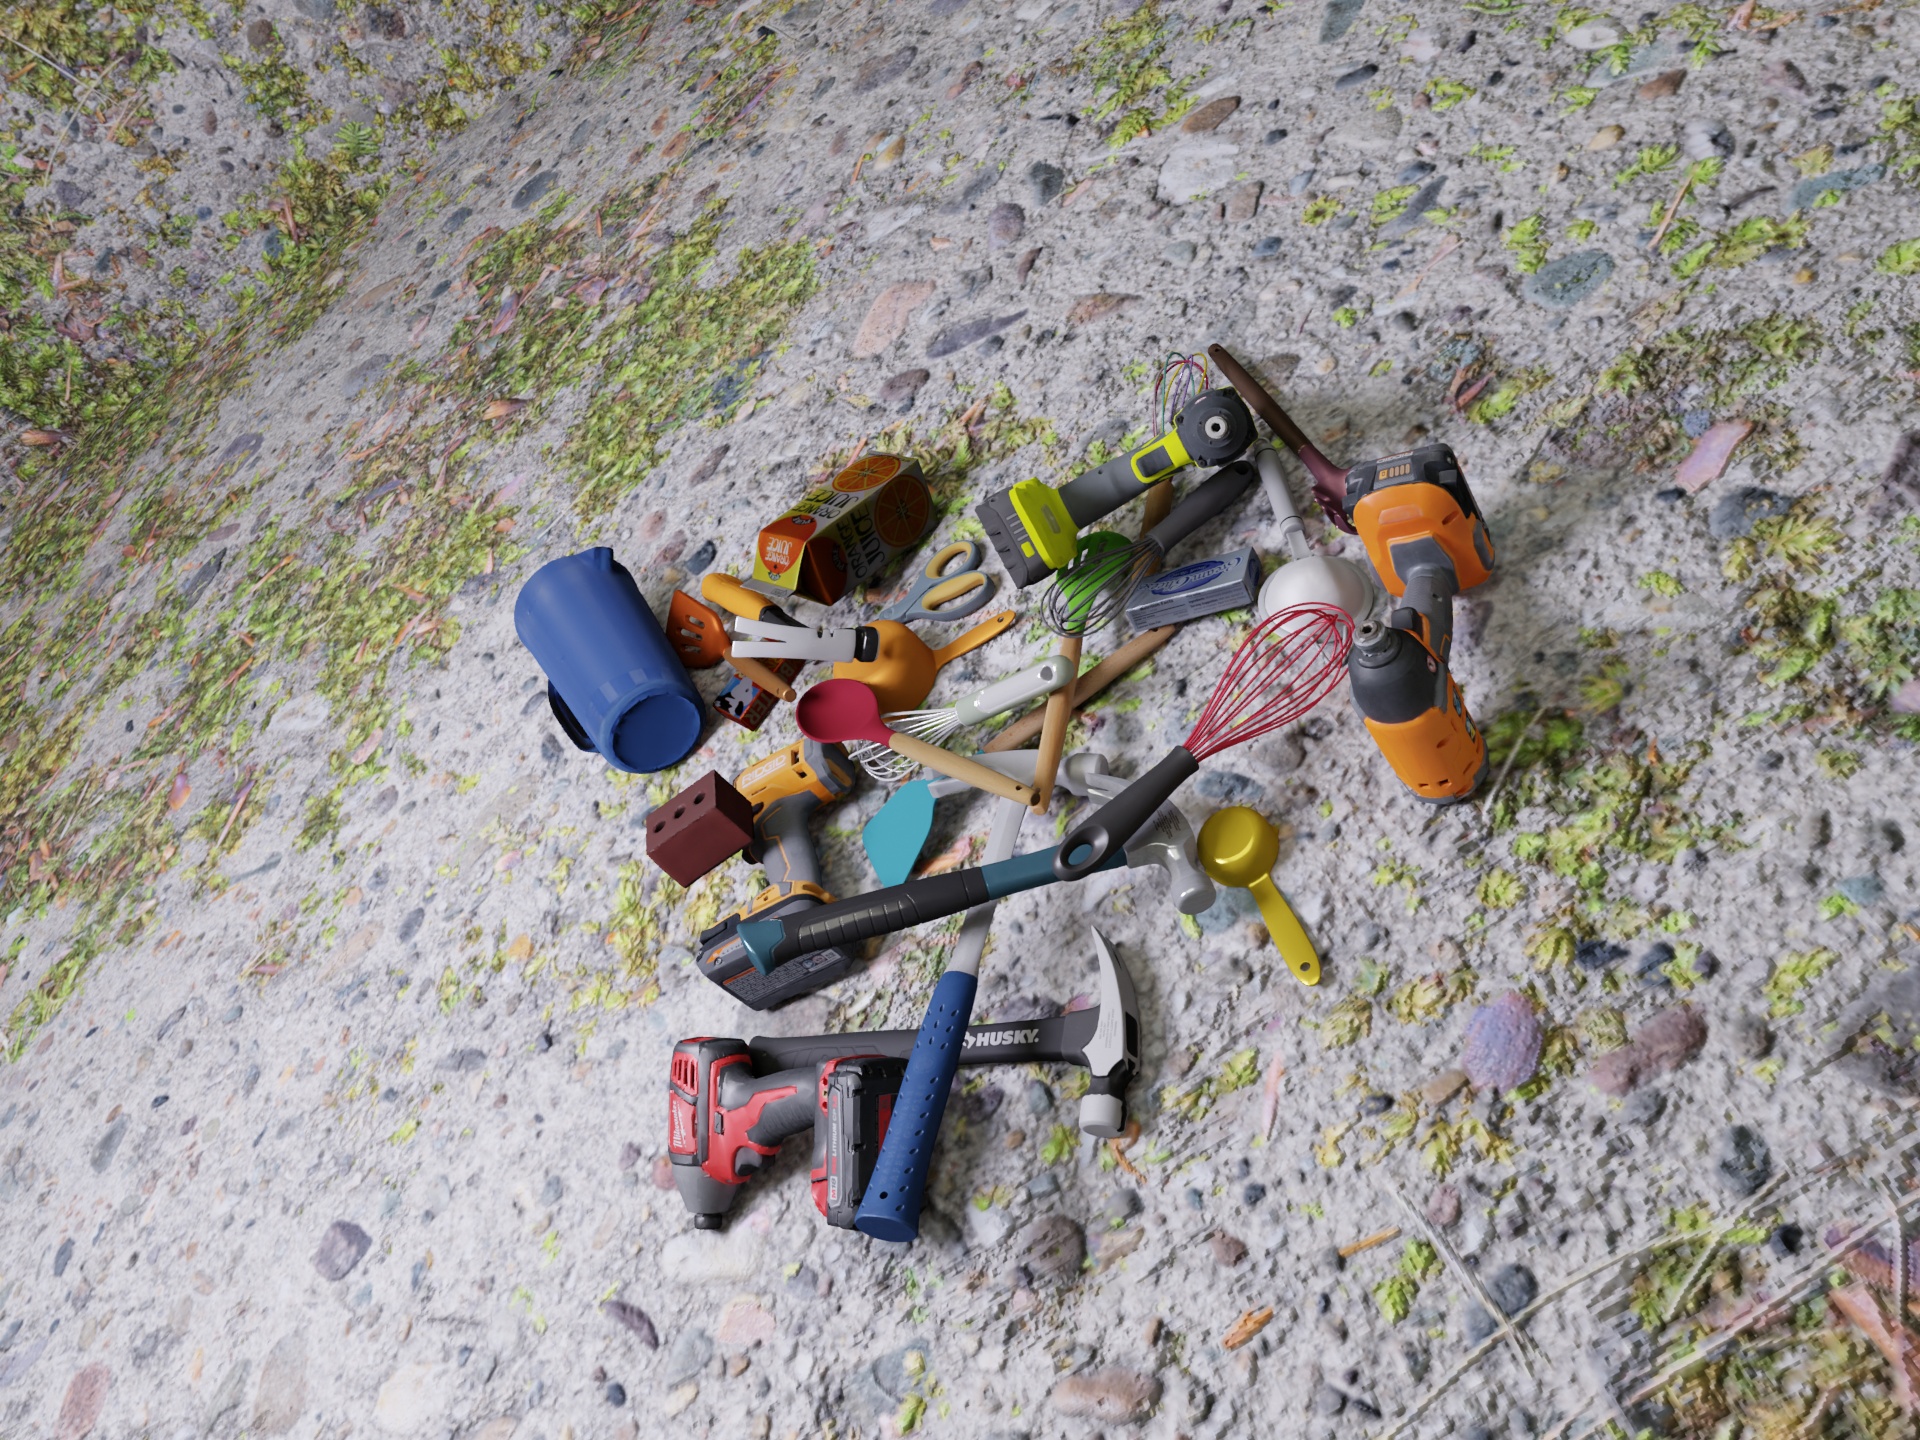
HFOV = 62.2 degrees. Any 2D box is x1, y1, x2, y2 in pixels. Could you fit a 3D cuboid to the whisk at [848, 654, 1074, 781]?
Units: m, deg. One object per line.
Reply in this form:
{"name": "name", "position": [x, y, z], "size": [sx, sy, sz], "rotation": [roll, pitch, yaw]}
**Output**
{"name": "whisk", "position": [-0.002, -0.004, 1.302], "size": [0.246, 0.059, 0.058], "rotation": [-24, 80, 40]}

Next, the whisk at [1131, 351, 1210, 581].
{"name": "whisk", "position": [0.180, -0.222, 1.375], "size": [0.047, 0.051, 0.245], "rotation": [-1, 61, 29]}

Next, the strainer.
{"name": "strainer", "position": [0.263, -0.148, 1.258], "size": [0.087, 0.050, 0.259], "rotation": [-14, 46, 7]}

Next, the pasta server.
{"name": "pasta server", "position": [0.274, -0.243, 1.323], "size": [0.060, 0.040, 0.317], "rotation": [-26, 44, 1]}

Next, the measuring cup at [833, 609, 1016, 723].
{"name": "measuring cup", "position": [-0.036, -0.066, 1.405], "size": [0.173, 0.052, 0.095], "rotation": [-29, 45, 19]}

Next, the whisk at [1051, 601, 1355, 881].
{"name": "whisk", "position": [0.174, 0.014, 1.132], "size": [0.296, 0.073, 0.073], "rotation": [-41, 42, -15]}

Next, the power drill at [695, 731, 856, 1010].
{"name": "power drill", "position": [-0.173, 0.129, 1.344], "size": [0.185, 0.084, 0.226], "rotation": [-28, 42, 20]}

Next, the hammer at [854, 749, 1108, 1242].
{"name": "hammer", "position": [-0.003, 0.175, 1.134], "size": [0.144, 0.035, 0.406], "rotation": [1, 46, 20]}

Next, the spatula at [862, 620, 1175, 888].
{"name": "spatula", "position": [0.047, 0.019, 1.304], "size": [0.317, 0.044, 0.082], "rotation": [-36, 43, 2]}

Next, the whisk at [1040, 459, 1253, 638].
{"name": "whisk", "position": [0.156, -0.145, 1.297], "size": [0.239, 0.055, 0.055], "rotation": [-39, 40, -21]}

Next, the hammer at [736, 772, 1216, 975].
{"name": "hammer", "position": [0.004, 0.121, 1.131], "size": [0.331, 0.033, 0.128], "rotation": [-15, 46, -2]}

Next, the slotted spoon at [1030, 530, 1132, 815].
{"name": "slotted spoon", "position": [0.089, -0.050, 1.283], "size": [0.070, 0.031, 0.314], "rotation": [-12, 44, 29]}

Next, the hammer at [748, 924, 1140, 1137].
{"name": "hammer", "position": [-0.021, 0.237, 1.179], "size": [0.335, 0.035, 0.146], "rotation": [-11, 53, 31]}

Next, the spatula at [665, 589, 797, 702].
{"name": "spatula", "position": [-0.218, -0.058, 1.496], "size": [0.323, 0.041, 0.081], "rotation": [29, 111, 62]}

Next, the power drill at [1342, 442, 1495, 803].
{"name": "power drill", "position": [0.307, -0.078, 1.083], "size": [0.084, 0.164, 0.227], "rotation": [-11, 50, 31]}

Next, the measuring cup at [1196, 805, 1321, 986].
{"name": "measuring cup", "position": [0.209, 0.119, 1.099], "size": [0.062, 0.029, 0.157], "rotation": [-34, 42, 11]}

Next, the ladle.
{"name": "ladle", "position": [-0.036, 0.021, 1.260], "size": [0.069, 0.031, 0.316], "rotation": [-44, 34, -18]}

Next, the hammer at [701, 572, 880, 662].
{"name": "hammer", "position": [-0.191, -0.100, 1.476], "size": [0.337, 0.127, 0.034], "rotation": [-151, 66, -63]}

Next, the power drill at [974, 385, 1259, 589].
{"name": "power drill", "position": [0.129, -0.193, 1.268], "size": [0.223, 0.080, 0.171], "rotation": [-28, 5, 13]}

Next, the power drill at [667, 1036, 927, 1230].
{"name": "power drill", "position": [-0.130, 0.308, 1.163], "size": [0.220, 0.078, 0.143], "rotation": [-6, 79, 39]}
